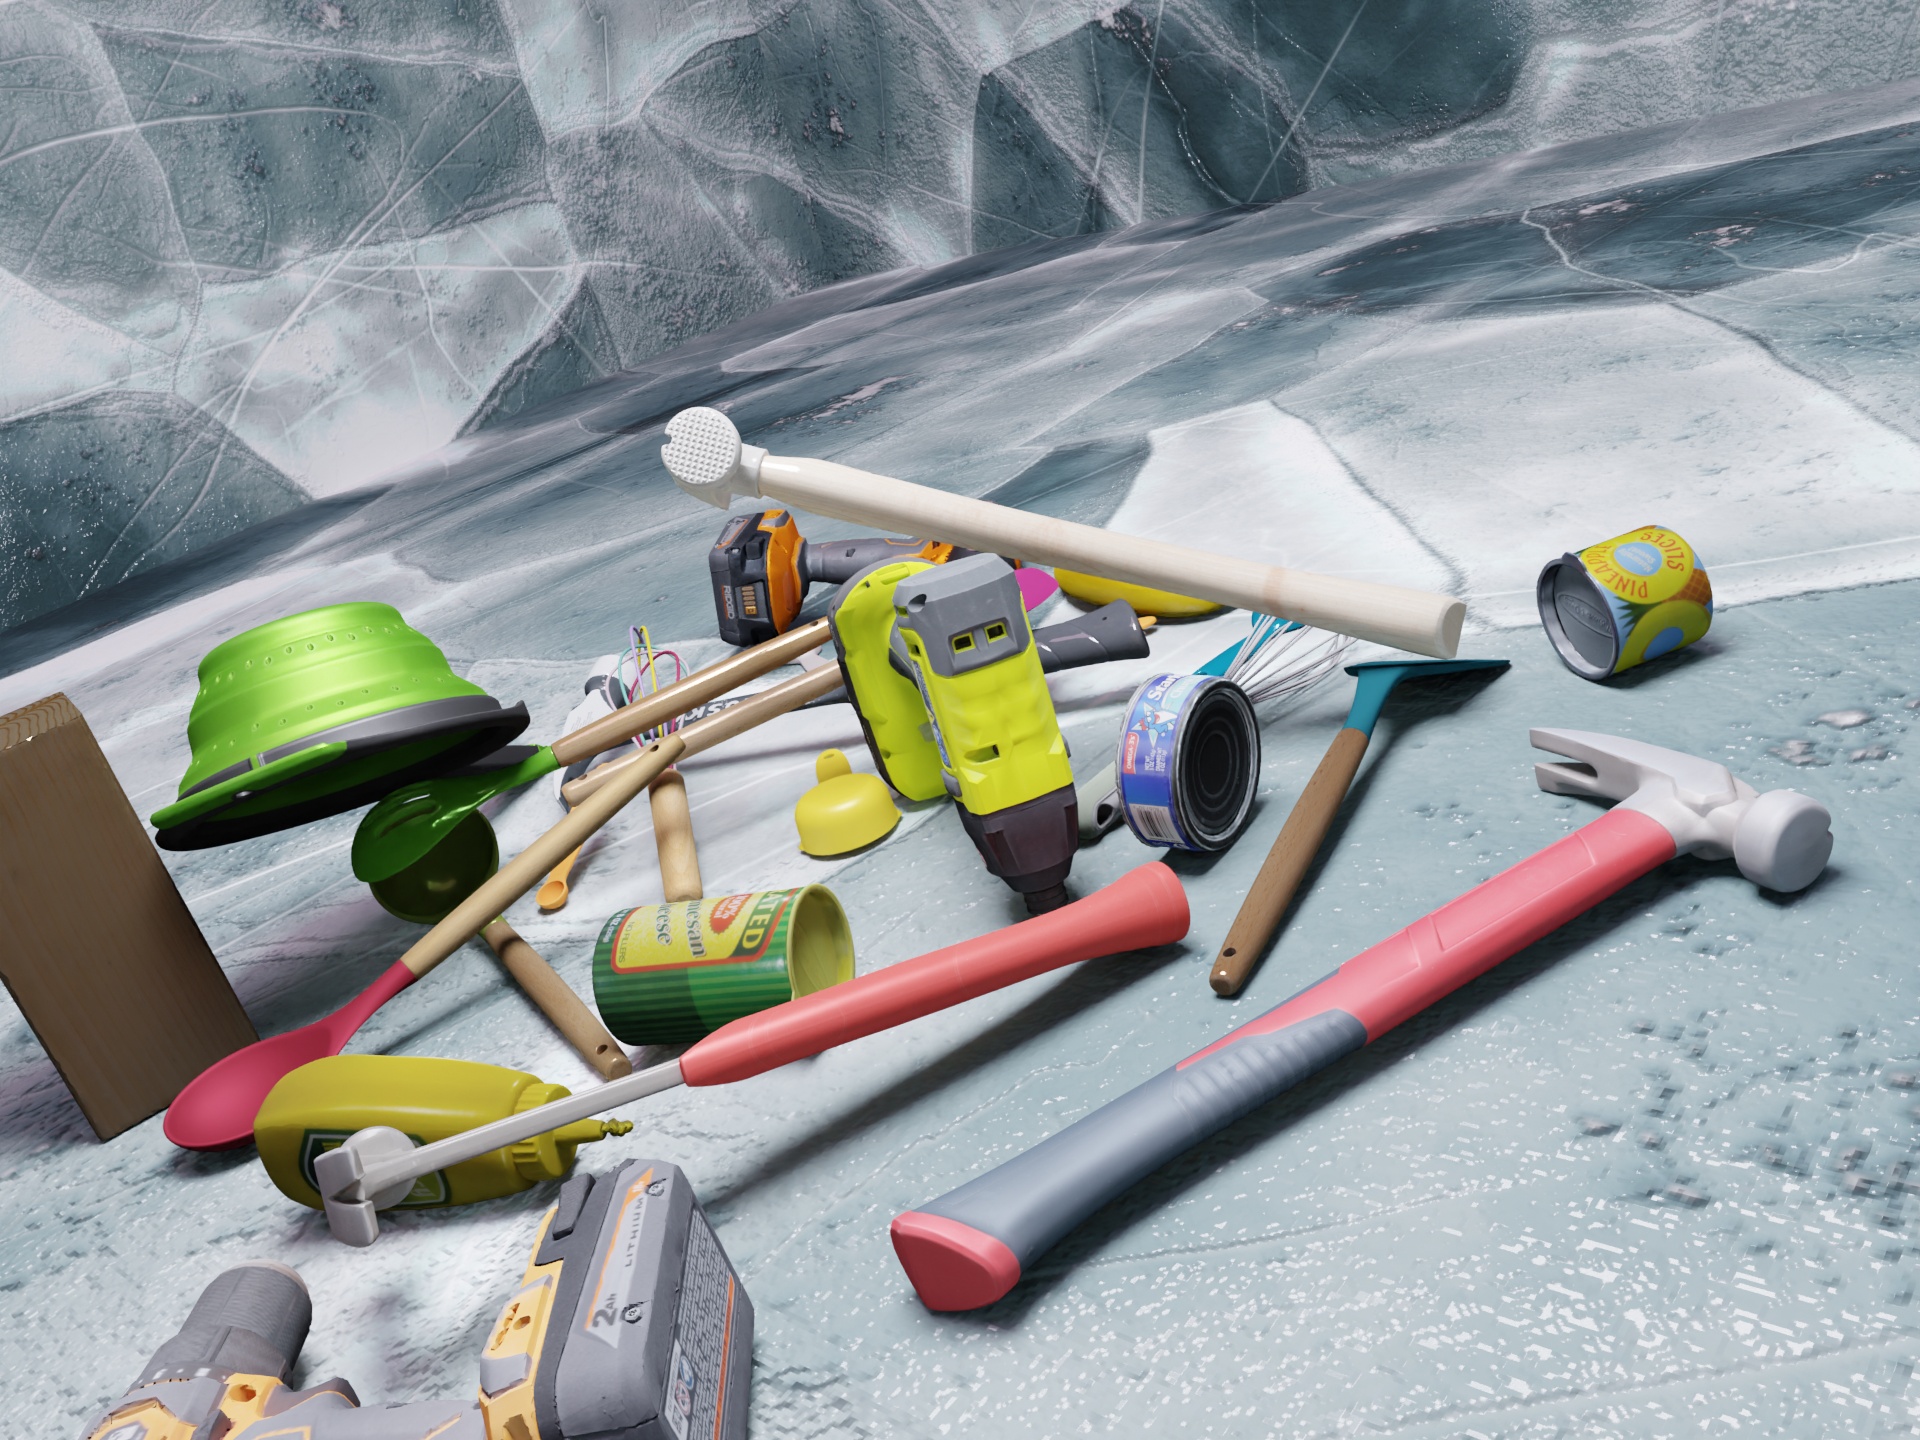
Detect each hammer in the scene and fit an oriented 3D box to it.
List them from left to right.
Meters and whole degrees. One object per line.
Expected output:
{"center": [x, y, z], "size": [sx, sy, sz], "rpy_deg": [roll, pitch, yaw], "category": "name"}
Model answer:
{"center": [-0.062, 0.121, 0.622], "size": [0.359, 0.037, 0.149], "rpy_deg": [-15, -6, -23], "category": "hammer"}
{"center": [-0.079, -0.017, 1.001], "size": [0.409, 0.036, 0.149], "rpy_deg": [-10, 39, 20], "category": "hammer"}
{"center": [0.056, -0.091, 0.830], "size": [0.410, 0.038, 0.146], "rpy_deg": [13, 1, -1], "category": "hammer"}
{"center": [0.141, 0.103, 0.612], "size": [0.386, 0.038, 0.143], "rpy_deg": [-25, 22, -19], "category": "hammer"}

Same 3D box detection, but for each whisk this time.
{"center": [-0.178, 0.025, 0.955], "size": [0.047, 0.051, 0.245], "rpy_deg": [-48, 37, 22], "category": "whisk"}
{"center": [0.142, -0.008, 0.867], "size": [0.246, 0.057, 0.059], "rpy_deg": [-37, 37, -30], "category": "whisk"}

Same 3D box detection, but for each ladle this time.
{"center": [-0.265, 0.110, 0.822], "size": [0.315, 0.031, 0.069], "rpy_deg": [-42, 41, -19], "category": "ladle"}
{"center": [-0.246, 0.114, 0.850], "size": [0.078, 0.062, 0.320], "rpy_deg": [-41, 32, -17], "category": "ladle"}

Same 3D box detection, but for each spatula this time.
{"center": [0.186, 0.033, 0.769], "size": [0.082, 0.044, 0.317], "rpy_deg": [1, 33, 34], "category": "spatula"}

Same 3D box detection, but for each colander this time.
{"center": [-0.344, -0.005, 0.966], "size": [0.204, 0.094, 0.397], "rpy_deg": [-22, -3, 6], "category": "colander"}

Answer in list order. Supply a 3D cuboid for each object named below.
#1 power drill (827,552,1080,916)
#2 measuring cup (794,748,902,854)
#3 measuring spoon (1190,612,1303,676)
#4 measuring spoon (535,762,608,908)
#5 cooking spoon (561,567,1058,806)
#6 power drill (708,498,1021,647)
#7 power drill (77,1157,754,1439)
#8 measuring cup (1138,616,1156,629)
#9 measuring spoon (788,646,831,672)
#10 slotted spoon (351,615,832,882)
{"center": [-0.001, -0.003, 0.819], "size": [0.080, 0.171, 0.223], "rpy_deg": [-19, 13, -9], "category": "power drill"}
{"center": [-0.075, 0.035, 0.941], "size": [0.062, 0.029, 0.157], "rpy_deg": [-19, 21, -4], "category": "measuring cup"}
{"center": [0.174, -0.054, 0.977], "size": [0.042, 0.021, 0.128], "rpy_deg": [6, 30, 45], "category": "measuring spoon"}
{"center": [-0.229, 0.069, 0.958], "size": [0.021, 0.011, 0.117], "rpy_deg": [-10, 41, 19], "category": "measuring spoon"}
{"center": [-0.084, -0.022, 0.938], "size": [0.319, 0.017, 0.069], "rpy_deg": [-25, 32, -15], "category": "cooking spoon"}
{"center": [-0.067, -0.110, 1.189], "size": [0.226, 0.084, 0.164], "rpy_deg": [-4, 23, 3], "category": "power drill"}
{"center": [-0.186, 0.222, 0.523], "size": [0.226, 0.084, 0.185], "rpy_deg": [-21, 20, 3], "category": "power drill"}
{"center": [0.040, -0.062, 1.055], "size": [0.173, 0.052, 0.095], "rpy_deg": [-16, 22, 8], "category": "measuring cup"}
{"center": [-0.107, -0.046, 1.172], "size": [0.034, 0.018, 0.124], "rpy_deg": [-24, 22, -16], "category": "measuring spoon"}
{"center": [-0.212, 0.008, 0.928], "size": [0.314, 0.031, 0.070], "rpy_deg": [-26, 35, -9], "category": "slotted spoon"}
